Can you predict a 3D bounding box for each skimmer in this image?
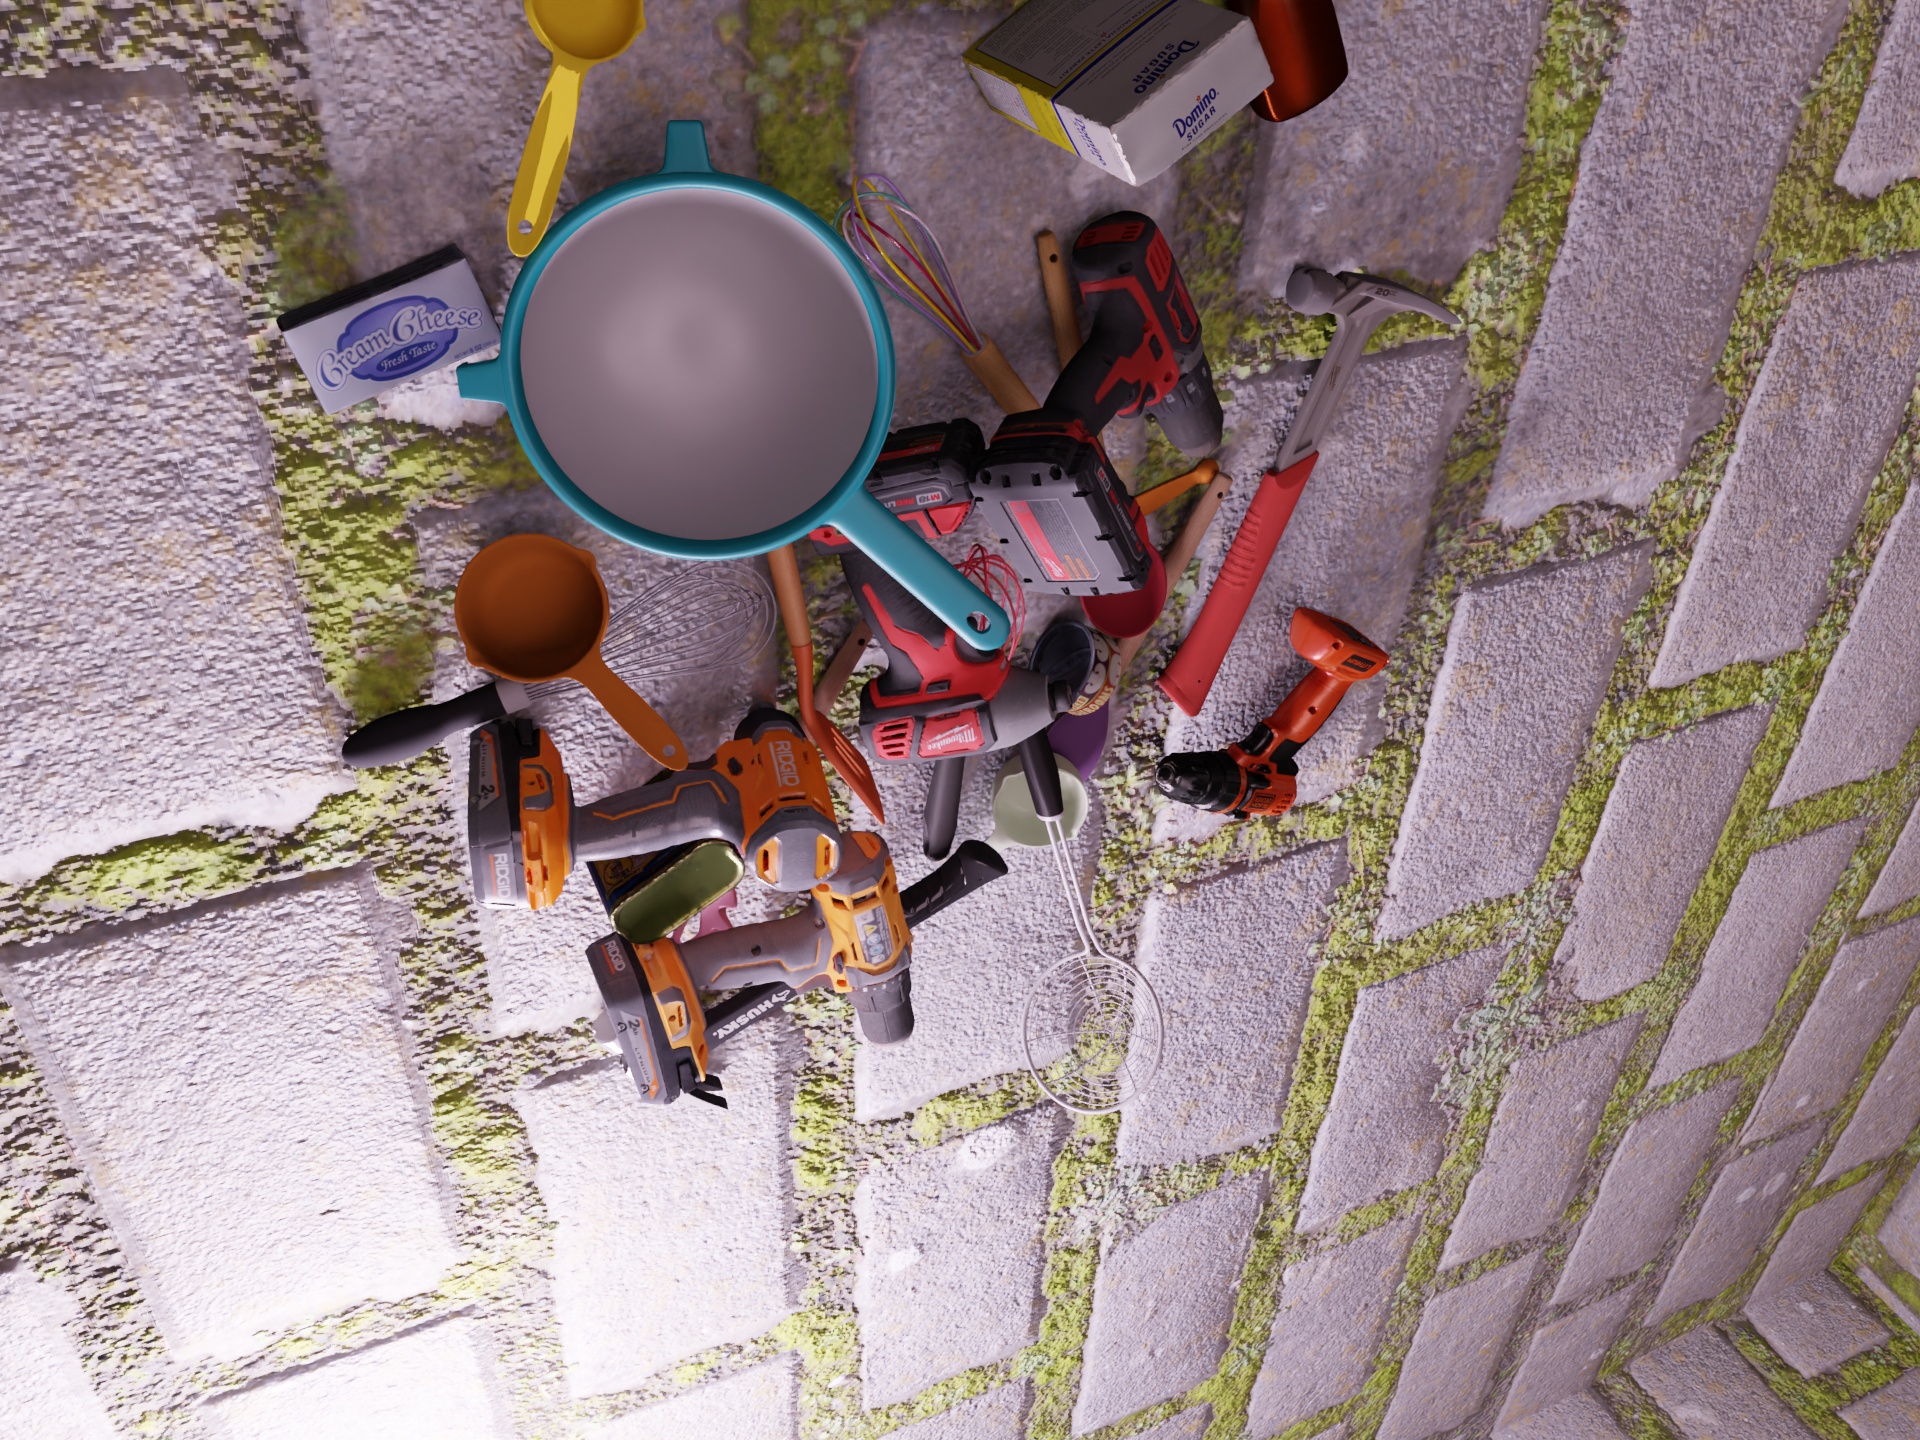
[{"bbox_3d":[0.073,0.138,1.225,0.090,0.127,0.363,-49,130,-47],"label":"skimmer"}]

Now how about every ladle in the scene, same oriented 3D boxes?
[{"bbox_3d":[0.090,-0.188,1.096,0.069,0.031,0.315,-26,129,-10],"label":"ladle"}]

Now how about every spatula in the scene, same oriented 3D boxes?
[{"bbox_3d":[0.128,-0.053,1.229,0.059,0.018,0.315,12,120,-29],"label":"spatula"},{"bbox_3d":[-0.101,-0.075,1.042,0.041,0.081,0.322,-13,120,-5],"label":"spatula"}]

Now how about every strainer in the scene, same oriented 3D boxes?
[{"bbox_3d":[-0.098,-0.165,0.916,0.340,0.095,0.211,40,106,-23],"label":"strainer"}]

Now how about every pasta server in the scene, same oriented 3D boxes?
[{"bbox_3d":[-0.142,0.063,1.150,0.060,0.040,0.316,23,110,-29],"label":"pasta server"}]

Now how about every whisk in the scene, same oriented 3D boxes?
[{"bbox_3d":[-0.251,-0.028,1.005,0.284,0.070,0.070,-22,132,-8],"label":"whisk"},{"bbox_3d":[-0.003,-0.244,0.993,0.051,0.047,0.244,-43,137,4],"label":"whisk"},{"bbox_3d":[-0.002,-0.004,1.169,0.073,0.073,0.295,-11,134,-23],"label":"whisk"}]

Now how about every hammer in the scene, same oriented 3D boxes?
[{"bbox_3d":[-0.110,0.194,1.250,0.335,0.035,0.146,-32,134,3],"label":"hammer"},{"bbox_3d":[0.243,-0.161,1.207,0.149,0.037,0.359,3,122,-32],"label":"hammer"}]

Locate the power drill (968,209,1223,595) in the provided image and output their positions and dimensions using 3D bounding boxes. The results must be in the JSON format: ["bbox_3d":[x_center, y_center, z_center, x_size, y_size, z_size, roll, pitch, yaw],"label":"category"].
[{"bbox_3d":[0.103,-0.184,1.014,0.187,0.080,0.227,54,49,-44],"label":"power drill"}]

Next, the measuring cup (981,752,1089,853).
[{"bbox_3d":[0.029,0.086,1.270,0.167,0.038,0.083,-40,117,19],"label":"measuring cup"}]

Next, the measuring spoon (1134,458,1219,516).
[{"bbox_3d":[0.141,-0.158,1.164,0.117,0.011,0.021,-29,134,-8],"label":"measuring spoon"}]

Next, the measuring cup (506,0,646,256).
[{"bbox_3d":[-0.206,-0.313,0.804,0.062,0.029,0.156,12,103,-32],"label":"measuring cup"}]

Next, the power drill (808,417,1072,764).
[{"bbox_3d":[-0.014,-0.075,1.030,0.143,0.079,0.219,-8,119,13],"label":"power drill"}]

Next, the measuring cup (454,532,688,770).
[{"bbox_3d":[-0.226,-0.036,0.960,0.095,0.052,0.173,-43,99,-5],"label":"measuring cup"}]

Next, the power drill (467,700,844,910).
[{"bbox_3d":[-0.200,0.046,1.038,0.226,0.164,0.084,-4,126,-13],"label":"power drill"}]

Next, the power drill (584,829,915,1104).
[{"bbox_3d":[-0.139,0.197,1.162,0.226,0.084,0.185,-21,123,-16],"label":"power drill"}]
